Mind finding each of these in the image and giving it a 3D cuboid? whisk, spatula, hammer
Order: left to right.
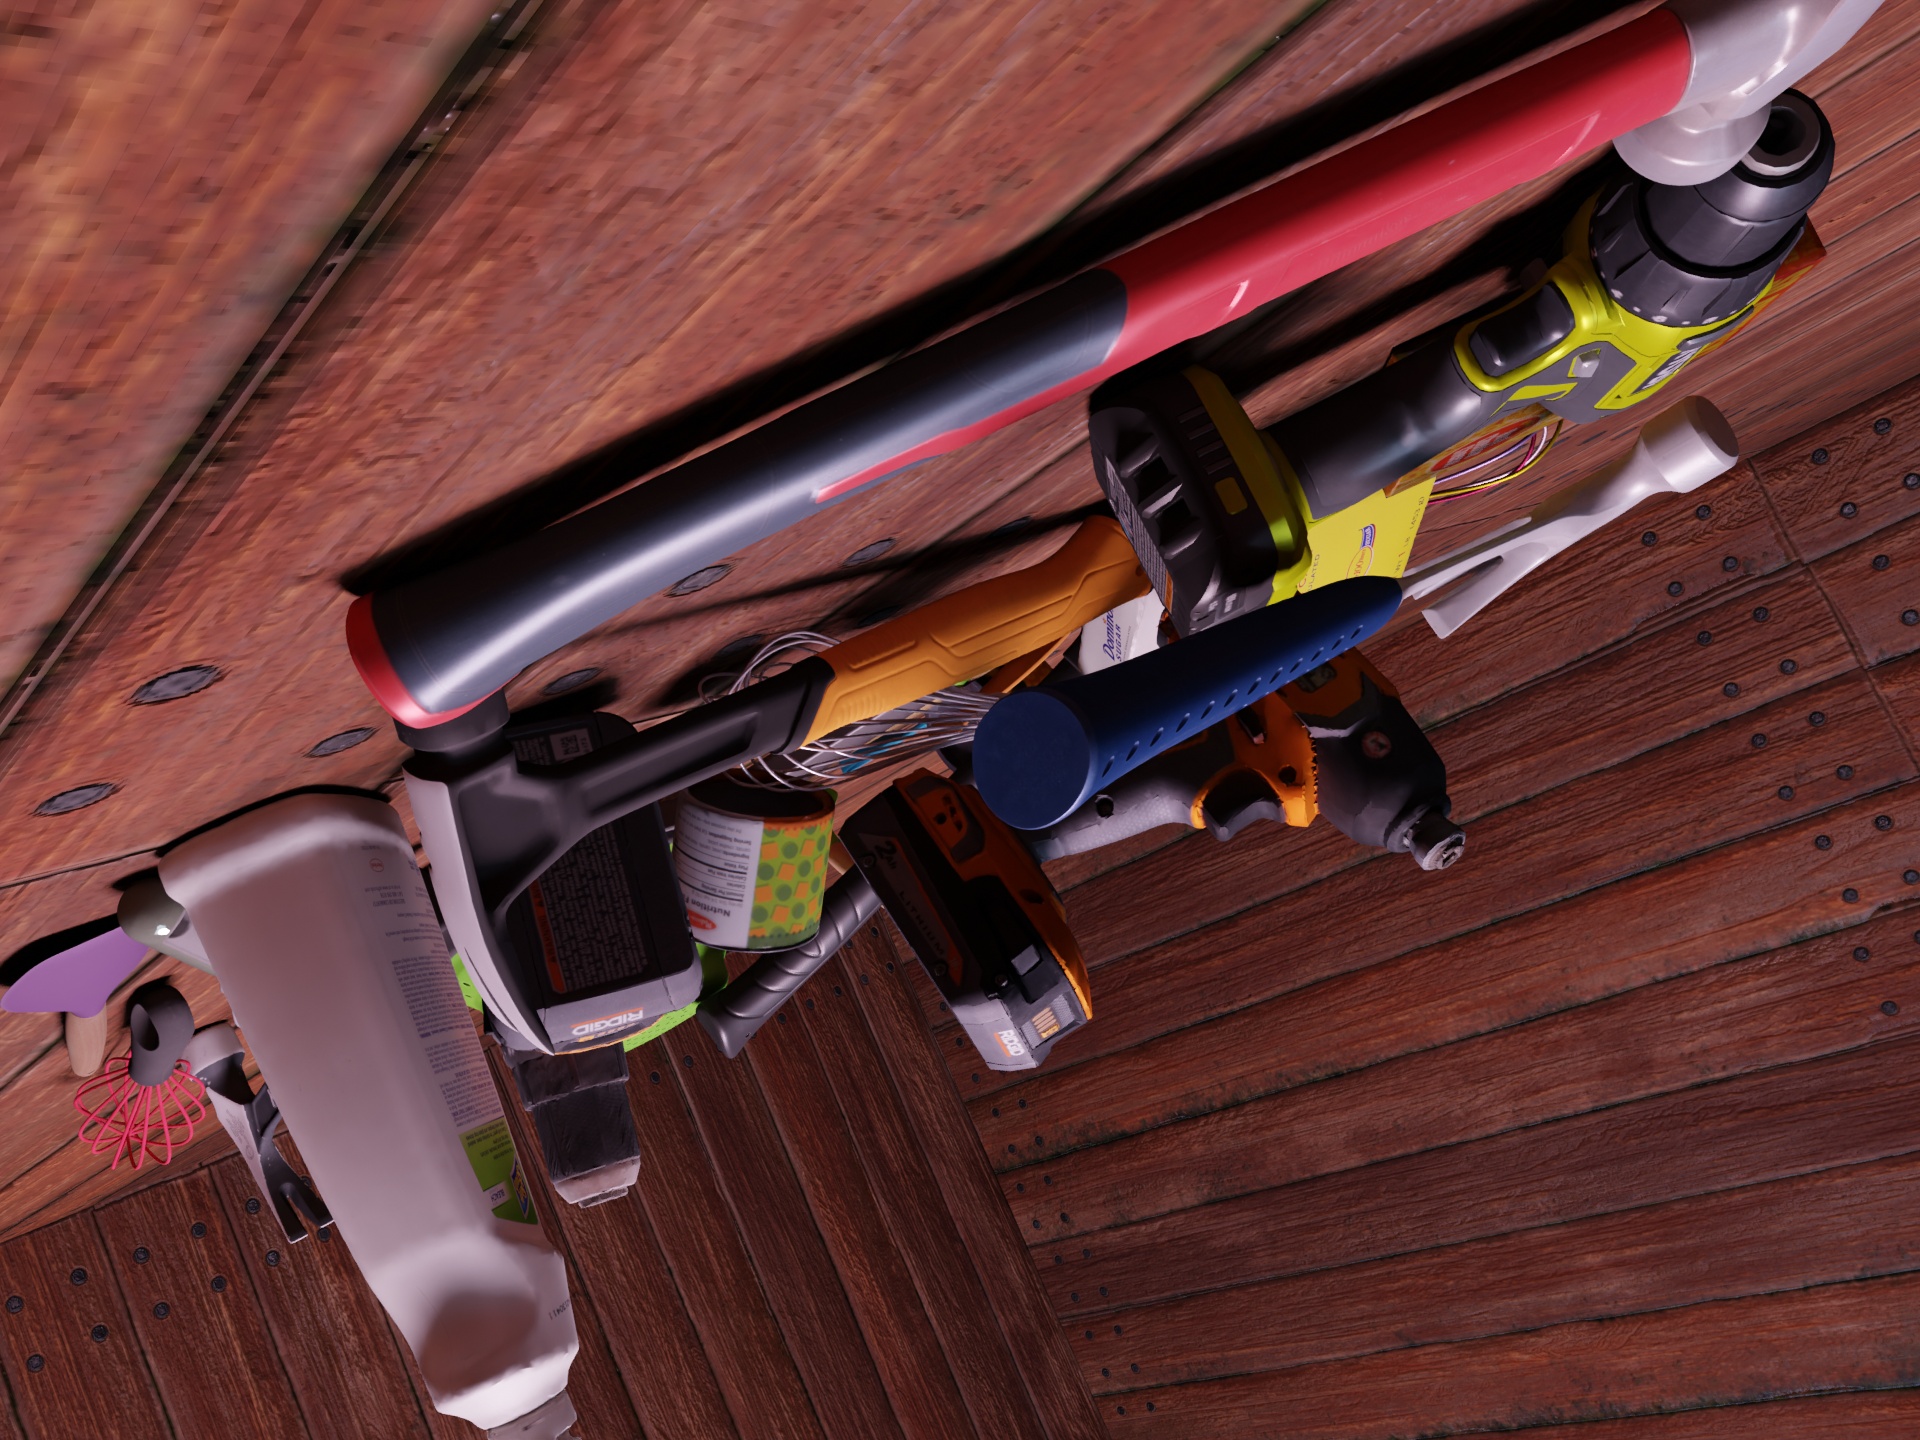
[{"bbox_3d":[-0.407,0.136,0.736,0.060,0.018,0.316,-27,175,-33],"label":"spatula"},{"bbox_3d":[-0.458,0.200,0.898,0.073,0.073,0.295,-19,166,-36],"label":"whisk"},{"bbox_3d":[-0.311,0.100,0.682,0.058,0.059,0.246,-63,-179,-19],"label":"whisk"},{"bbox_3d":[-0.354,0.179,0.880,0.036,0.149,0.409,-25,168,-43],"label":"hammer"},{"bbox_3d":[-0.041,-0.006,0.597,0.337,0.127,0.034,-26,-151,-38],"label":"hammer"},{"bbox_3d":[-0.017,0.059,0.861,0.335,0.035,0.146,-45,157,3],"label":"hammer"},{"bbox_3d":[-0.002,-0.003,0.723,0.070,0.070,0.284,-29,161,37],"label":"whisk"},{"bbox_3d":[0.028,-0.095,0.370,0.386,0.038,0.143,-25,172,3],"label":"hammer"},{"bbox_3d":[0.205,-0.113,0.852,0.245,0.047,0.051,-25,175,36],"label":"whisk"},{"bbox_3d":[0.142,-0.039,0.548,0.405,0.035,0.144,-22,169,-47],"label":"hammer"}]

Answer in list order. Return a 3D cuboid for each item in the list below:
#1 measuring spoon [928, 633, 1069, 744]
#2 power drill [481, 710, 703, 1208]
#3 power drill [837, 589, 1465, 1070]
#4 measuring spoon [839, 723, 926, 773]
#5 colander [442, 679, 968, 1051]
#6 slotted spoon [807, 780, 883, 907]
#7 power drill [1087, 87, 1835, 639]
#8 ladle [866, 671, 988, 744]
[{"bbox_3d":[0.024,-0.027,0.895,0.117,0.011,0.021,-42,-146,-18],"label":"measuring spoon"},{"bbox_3d":[-0.166,0.108,0.669,0.084,0.185,0.226,-12,166,-21],"label":"power drill"},{"bbox_3d":[0.082,0.043,0.654,0.226,0.164,0.084,-33,145,-6],"label":"power drill"},{"bbox_3d":[-0.026,-0.007,1.009,0.128,0.021,0.042,-32,176,-21],"label":"measuring spoon"},{"bbox_3d":[-0.128,0.089,0.867,0.397,0.094,0.204,-32,167,10],"label":"colander"},{"bbox_3d":[-0.063,0.088,0.979,0.070,0.031,0.314,-28,-155,-19],"label":"slotted spoon"},{"bbox_3d":[0.162,-0.116,0.531,0.228,0.080,0.190,-27,173,4],"label":"power drill"},{"bbox_3d":[-0.065,0.011,0.941,0.315,0.031,0.069,-30,175,31],"label":"ladle"}]
